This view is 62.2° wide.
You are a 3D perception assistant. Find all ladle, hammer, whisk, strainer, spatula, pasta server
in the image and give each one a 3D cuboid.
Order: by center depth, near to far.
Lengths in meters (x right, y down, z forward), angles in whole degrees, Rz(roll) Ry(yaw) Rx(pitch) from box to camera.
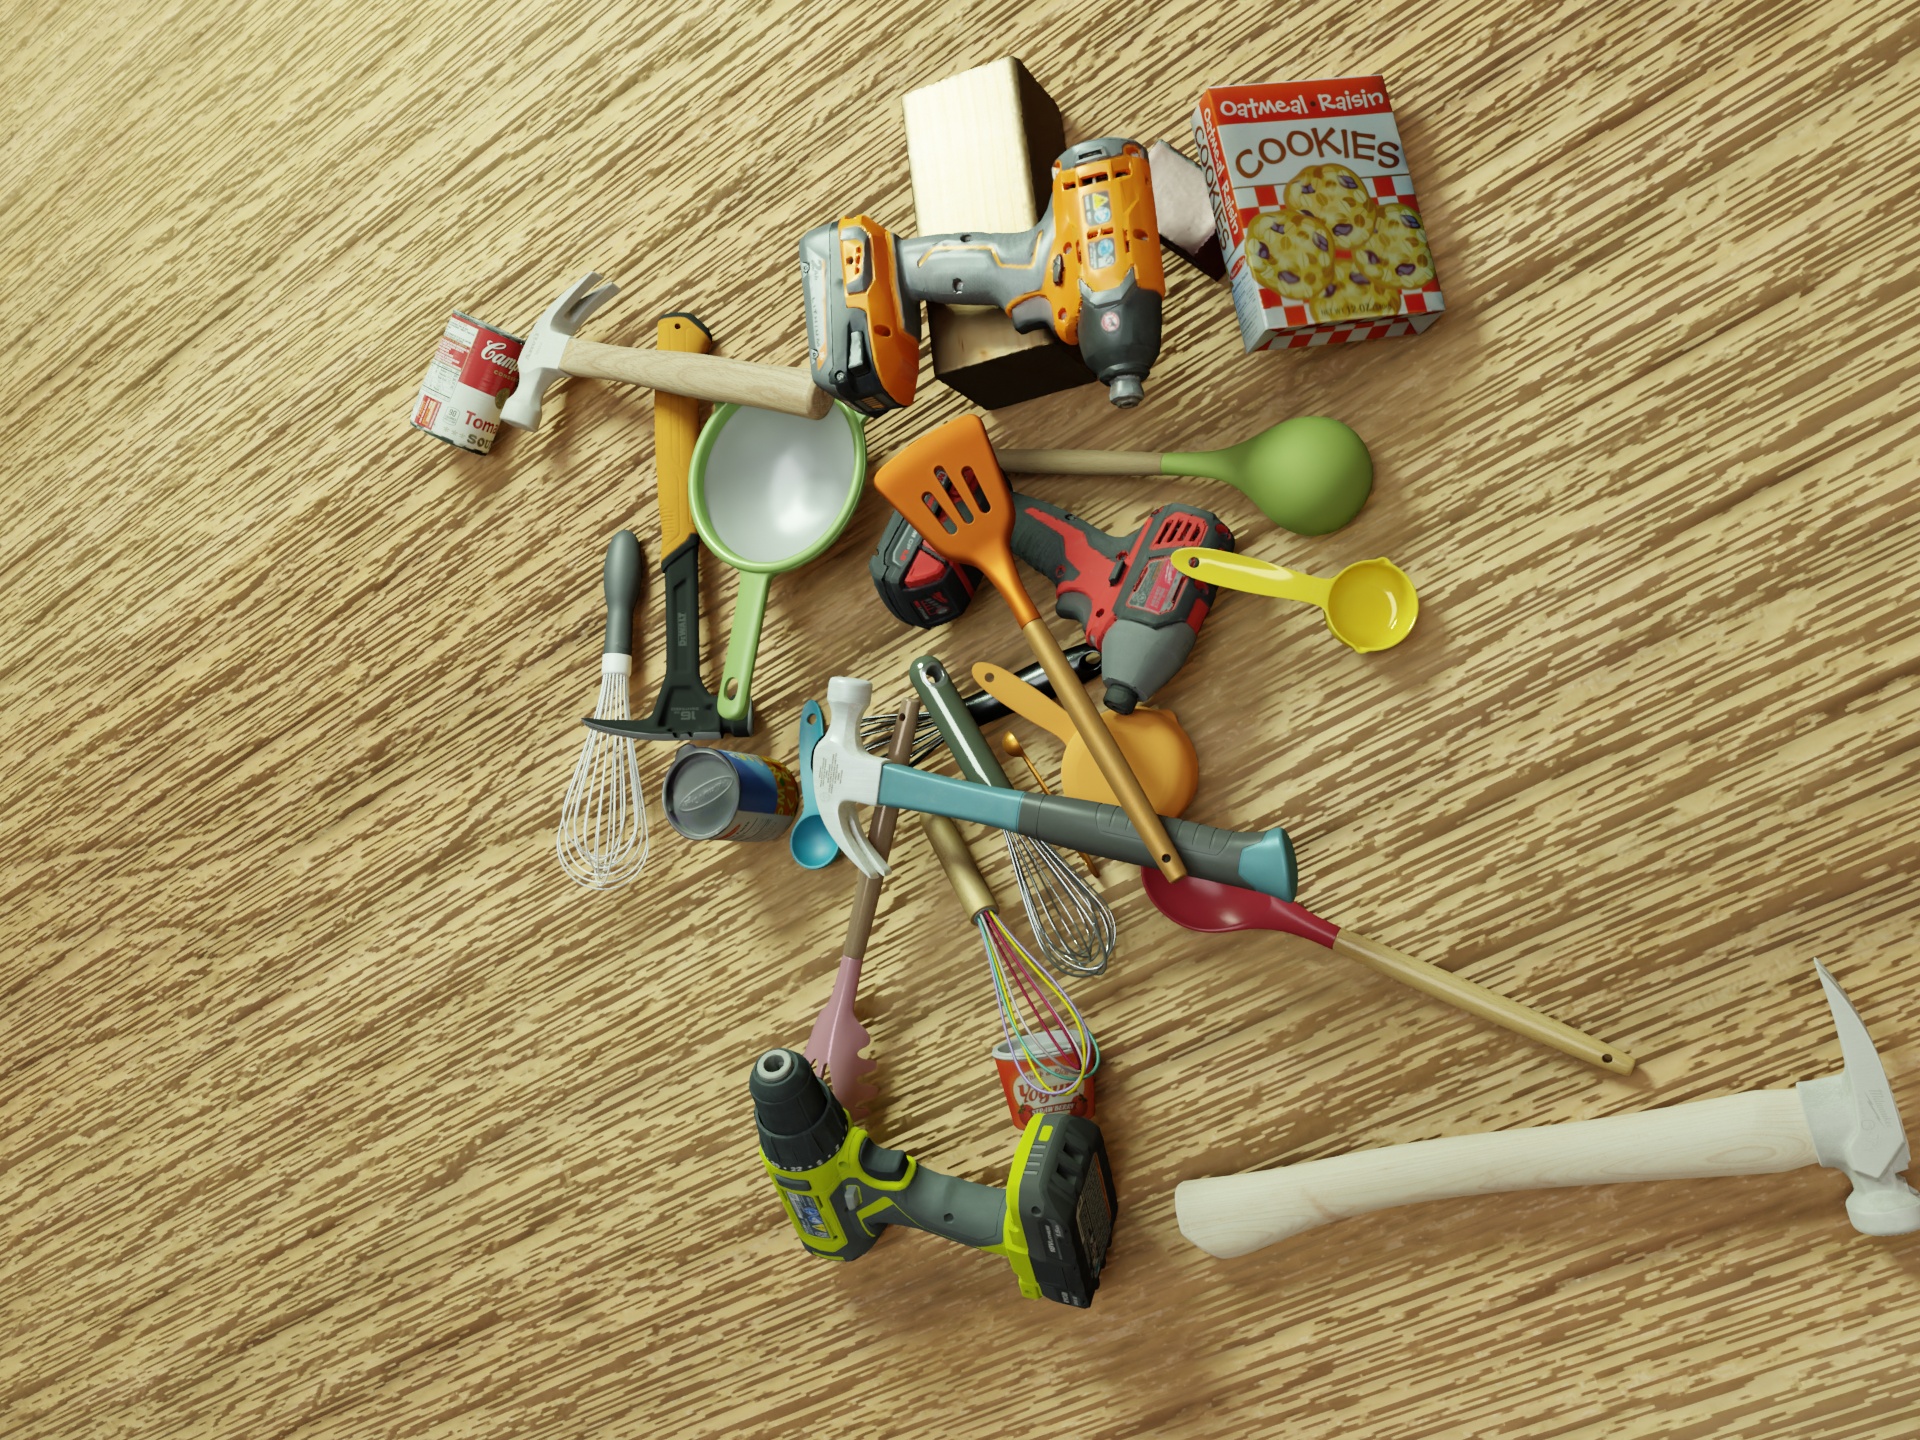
[{"bbox_3d":[0.319,0.250,0.935,0.410,0.038,0.146,-17,87,24],"label":"hammer"},{"bbox_3d":[0.259,0.145,0.988,0.315,0.031,0.069,23,100,23],"label":"ladle"},{"bbox_3d":[0.054,-0.041,0.990,0.081,0.041,0.323,-31,73,8],"label":"spatula"},{"bbox_3d":[0.053,0.061,1.018,0.331,0.033,0.128,11,95,23],"label":"hammer"},{"bbox_3d":[0.028,0.143,1.050,0.051,0.047,0.245,-15,47,-17],"label":"whisk"},{"bbox_3d":[0.032,0.064,1.070,0.058,0.059,0.246,-27,83,-24],"label":"whisk"},{"bbox_3d":[0.120,-0.171,1.081,0.320,0.062,0.078,7,82,32],"label":"ladle"},{"bbox_3d":[-0.065,0.138,1.113,0.060,0.040,0.316,16,98,25],"label":"pasta server"},{"bbox_3d":[-0.002,-0.005,1.115,0.239,0.055,0.055,-23,76,17],"label":"whisk"},{"bbox_3d":[-0.131,-0.124,1.169,0.151,0.069,0.256,10,88,27],"label":"strainer"},{"bbox_3d":[-0.219,-0.263,1.189,0.331,0.031,0.130,16,85,37],"label":"hammer"},{"bbox_3d":[-0.223,-0.151,1.217,0.127,0.034,0.337,-1,80,-5],"label":"hammer"},{"bbox_3d":[-0.268,-0.011,1.235,0.070,0.070,0.285,-3,78,25],"label":"whisk"}]

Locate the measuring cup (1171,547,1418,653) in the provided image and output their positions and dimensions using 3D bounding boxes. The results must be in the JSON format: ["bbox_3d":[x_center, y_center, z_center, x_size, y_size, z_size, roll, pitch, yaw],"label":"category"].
[{"bbox_3d":[0.209,-0.084,1.006,0.156,0.029,0.062,15,89,6],"label":"measuring cup"}]

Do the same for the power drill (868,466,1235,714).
[{"bbox_3d":[0.059,-0.093,1.063,0.220,0.078,0.143,19,75,23],"label":"power drill"}]

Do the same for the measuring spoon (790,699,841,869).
[{"bbox_3d":[-0.104,0.048,1.175,0.042,0.021,0.129,-11,71,23],"label":"measuring spoon"}]

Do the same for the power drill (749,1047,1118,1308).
[{"bbox_3d":[-0.024,0.292,1.029,0.228,0.190,0.080,5,43,21],"label":"power drill"}]

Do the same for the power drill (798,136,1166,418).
[{"bbox_3d":[0.019,-0.262,1.011,0.226,0.084,0.164,-9,82,19],"label":"power drill"}]

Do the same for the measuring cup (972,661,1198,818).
[{"bbox_3d":[0.075,0.012,1.050,0.174,0.052,0.095,34,101,9],"label":"measuring cup"}]

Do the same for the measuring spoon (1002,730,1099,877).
[{"bbox_3d":[0.060,0.059,1.074,0.011,0.021,0.117,-32,93,-4],"label":"measuring spoon"}]
